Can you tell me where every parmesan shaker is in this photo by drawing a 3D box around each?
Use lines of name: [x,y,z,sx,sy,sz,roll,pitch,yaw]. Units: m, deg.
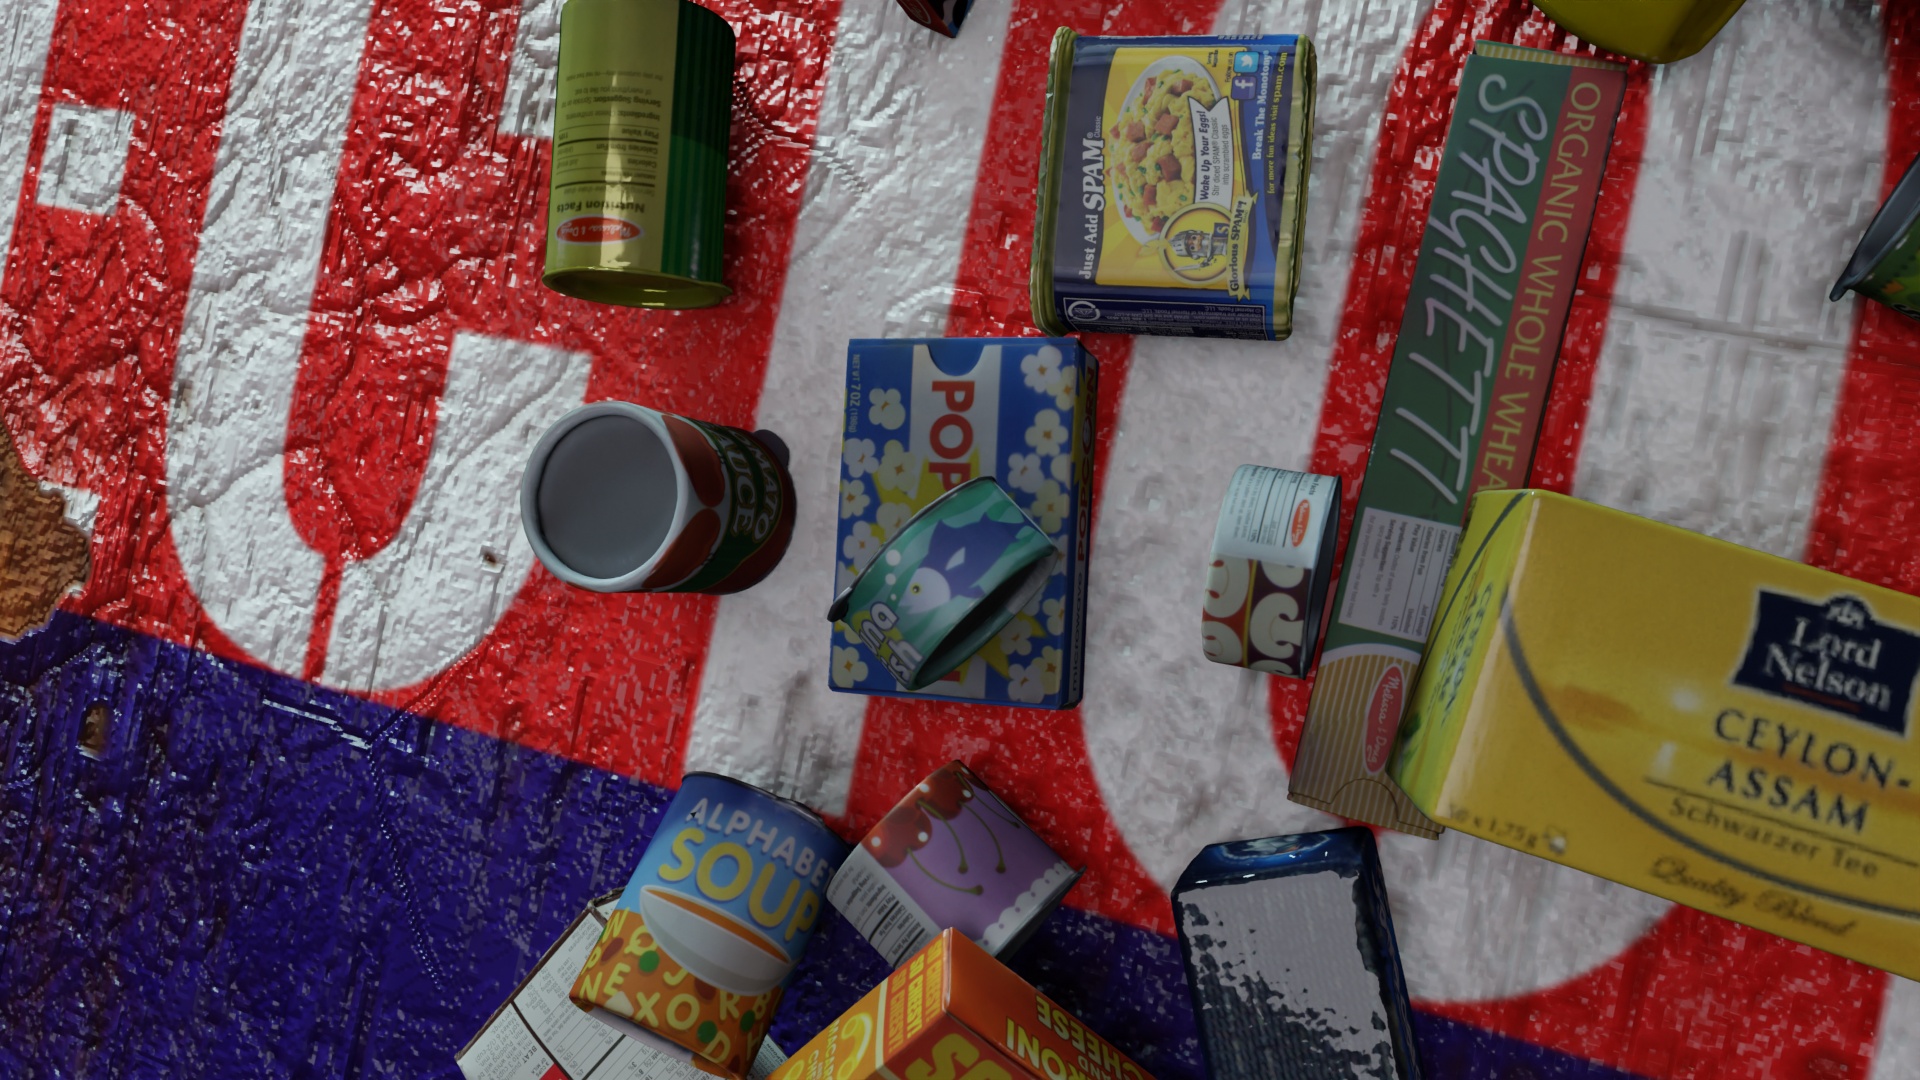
parmesan shaker: [-0.117,-0.144,0.523,0.071,0.071,0.103,2,87,18]

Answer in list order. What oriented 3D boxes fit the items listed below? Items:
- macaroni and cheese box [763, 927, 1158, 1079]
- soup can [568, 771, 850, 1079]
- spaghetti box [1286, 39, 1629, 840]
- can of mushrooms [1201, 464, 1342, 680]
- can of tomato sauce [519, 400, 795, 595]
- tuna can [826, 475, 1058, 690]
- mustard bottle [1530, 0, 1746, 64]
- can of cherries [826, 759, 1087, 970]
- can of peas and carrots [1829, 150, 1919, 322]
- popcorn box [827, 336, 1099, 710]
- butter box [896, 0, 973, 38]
macaroni and cheese box: [-0.017,0.216,0.445,0.123,0.040,0.166,41,108,-17]
soup can: [-0.084,0.131,0.476,0.071,0.071,0.084,15,61,18]
spaghetti box: [0.159,-0.032,0.447,0.050,0.029,0.250,14,91,17]
can of mushrooms: [0.100,0.011,0.445,0.033,0.071,0.071,10,90,18]
can of tomato sauce: [-0.105,-0.014,0.502,0.071,0.083,0.071,-1,87,18]
tuna can: [-0.005,0.015,0.433,0.071,0.071,0.033,-46,76,11]
mustard bottle: [0.179,-0.217,0.434,0.160,0.049,0.065,55,138,24]
can of cherries: [-0.001,0.116,0.472,0.058,0.071,0.071,42,100,16]
can of peas and carrots: [0.294,-0.085,0.388,0.059,0.071,0.071,32,97,16]
popcorn box: [0.002,-0.006,0.491,0.085,0.038,0.126,2,88,19]
butter box: [0.005,-0.239,0.495,0.024,0.053,0.103,29,96,15]
